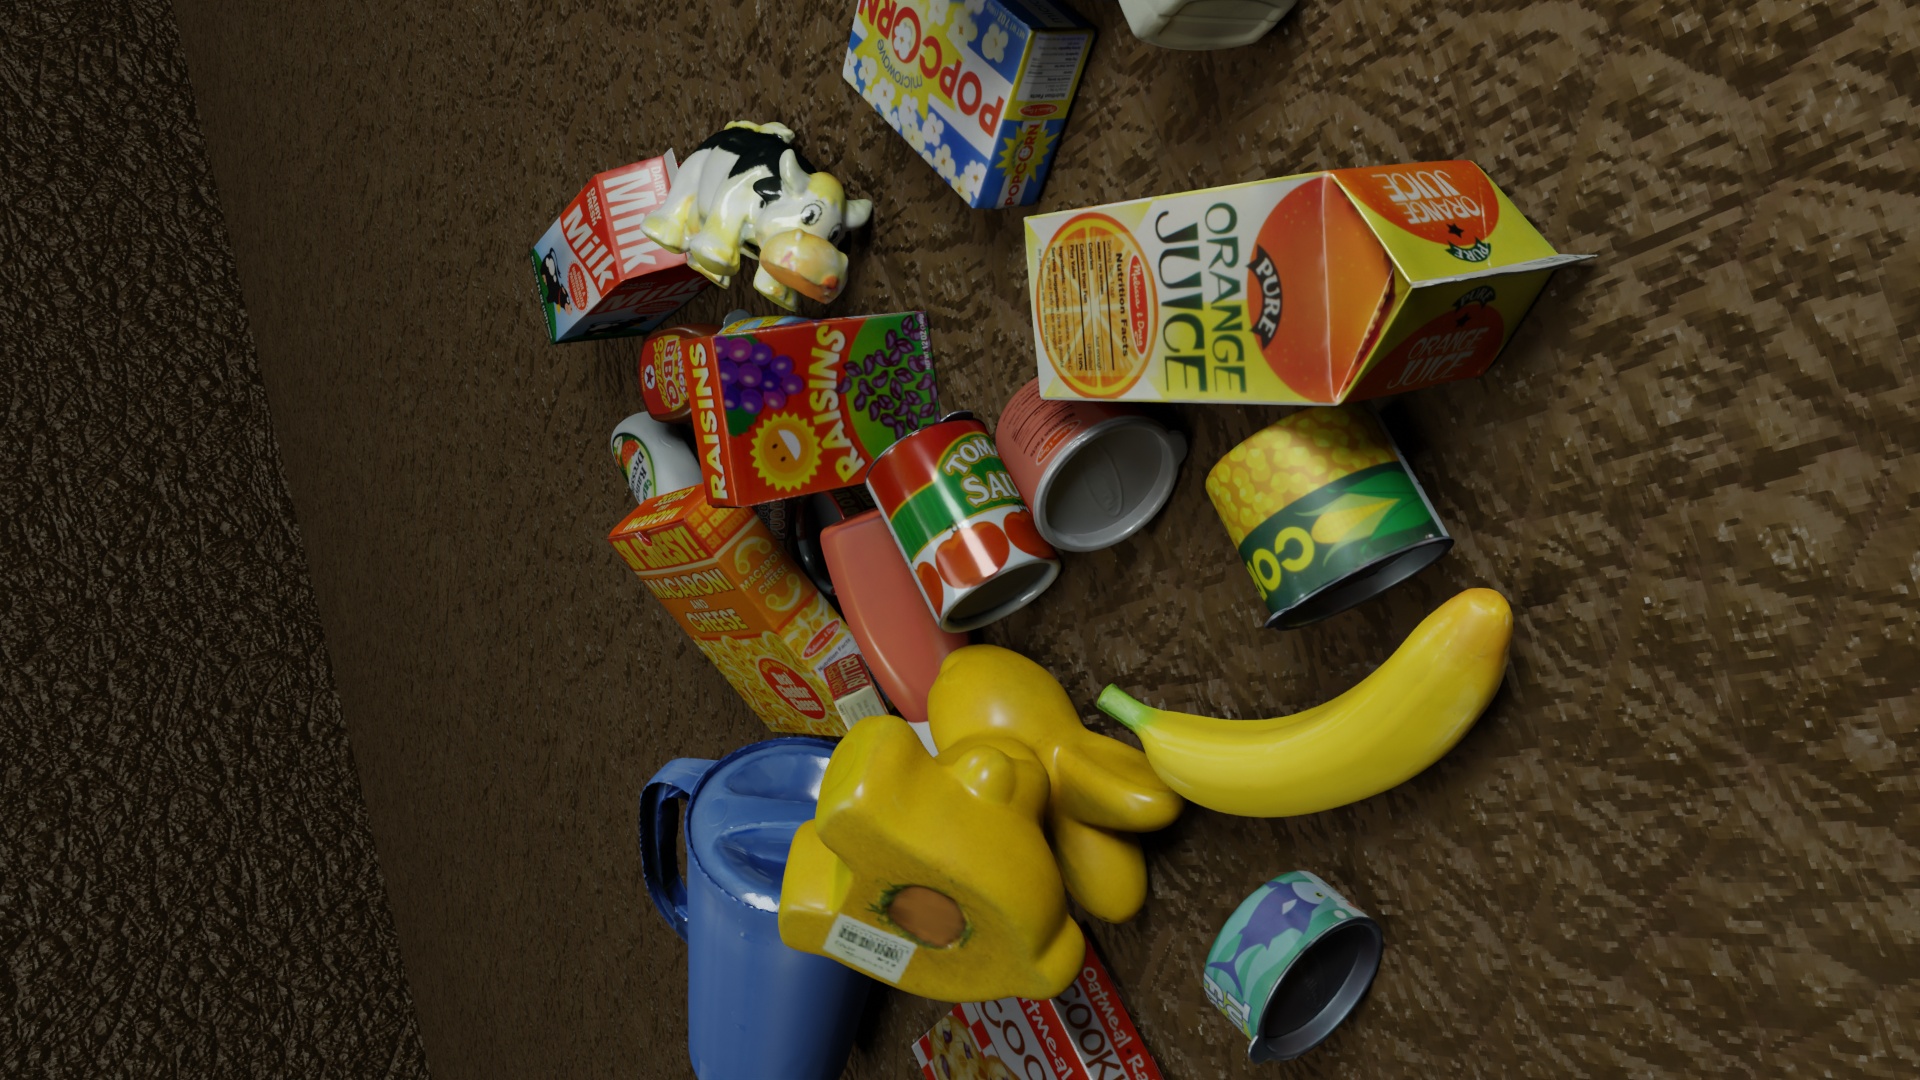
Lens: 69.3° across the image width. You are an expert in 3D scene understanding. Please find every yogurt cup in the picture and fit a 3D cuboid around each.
[{"bbox_3d":[0.050,-0.037,0.590,0.054,0.072,0.072,54,141,43],"label":"yogurt cup"}]

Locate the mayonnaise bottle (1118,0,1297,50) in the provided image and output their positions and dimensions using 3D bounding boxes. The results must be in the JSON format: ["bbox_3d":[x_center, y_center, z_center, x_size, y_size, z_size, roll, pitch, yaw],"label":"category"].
[{"bbox_3d":[0.070,-0.248,0.495,0.041,0.065,0.148,-37,66,58],"label":"mayonnaise bottle"}]

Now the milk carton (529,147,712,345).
[{"bbox_3d":[-0.218,-0.192,0.923,0.190,0.074,0.072,-17,86,56],"label":"milk carton"}]

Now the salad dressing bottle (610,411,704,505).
[{"bbox_3d":[-0.197,-0.026,0.973,0.148,0.044,0.064,55,140,30],"label":"salad dressing bottle"}]

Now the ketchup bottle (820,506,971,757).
[{"bbox_3d":[-0.022,0.054,0.729,0.043,0.065,0.148,-1,108,67],"label":"ketchup bottle"}]

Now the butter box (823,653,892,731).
[{"bbox_3d":[-0.042,0.116,0.765,0.103,0.024,0.053,65,175,-17],"label":"butter box"}]

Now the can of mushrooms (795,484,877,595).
[{"bbox_3d":[-0.065,-0.005,0.795,0.071,0.033,0.070,24,120,51],"label":"can of mushrooms"}]

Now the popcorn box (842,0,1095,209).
[{"bbox_3d":[0.000,-0.218,0.626,0.127,0.038,0.084,52,139,33],"label":"popcorn box"}]

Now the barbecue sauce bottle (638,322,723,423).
[{"bbox_3d":[-0.159,-0.110,0.889,0.148,0.044,0.065,1,95,55],"label":"barbecue sauce bottle"}]

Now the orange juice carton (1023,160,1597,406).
[{"bbox_3d":[0.109,-0.087,0.478,0.192,0.072,0.073,9,108,55],"label":"orange juice carton"}]

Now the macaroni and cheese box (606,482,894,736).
[{"bbox_3d":[-0.124,0.044,0.824,0.166,0.040,0.123,52,151,-18],"label":"macaroni and cheese box"}]

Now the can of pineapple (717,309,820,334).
[{"bbox_3d":[-0.105,-0.097,0.792,0.058,0.071,0.071,10,109,53],"label":"can of pineapple"}]

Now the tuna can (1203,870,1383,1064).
[{"bbox_3d":[0.126,0.165,0.536,0.033,0.071,0.070,37,129,46],"label":"tuna can"}]

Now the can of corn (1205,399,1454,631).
[{"bbox_3d":[0.124,-0.008,0.482,0.070,0.071,0.058,-48,61,51],"label":"can of corn"}]

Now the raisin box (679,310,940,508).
[{"bbox_3d":[-0.073,-0.068,0.704,0.040,0.124,0.086,5,105,55],"label":"raisin box"}]

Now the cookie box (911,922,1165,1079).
[{"bbox_3d":[0.044,0.289,0.726,0.123,0.040,0.166,60,144,24],"label":"cookie box"}]

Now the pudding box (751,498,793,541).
[{"bbox_3d":[-0.117,-0.043,0.834,0.084,0.030,0.049,-106,24,-54],"label":"pudding box"}]

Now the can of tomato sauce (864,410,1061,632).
[{"bbox_3d":[0.002,-0.008,0.667,0.083,0.071,0.070,62,143,21],"label":"can of tomato sauce"}]
